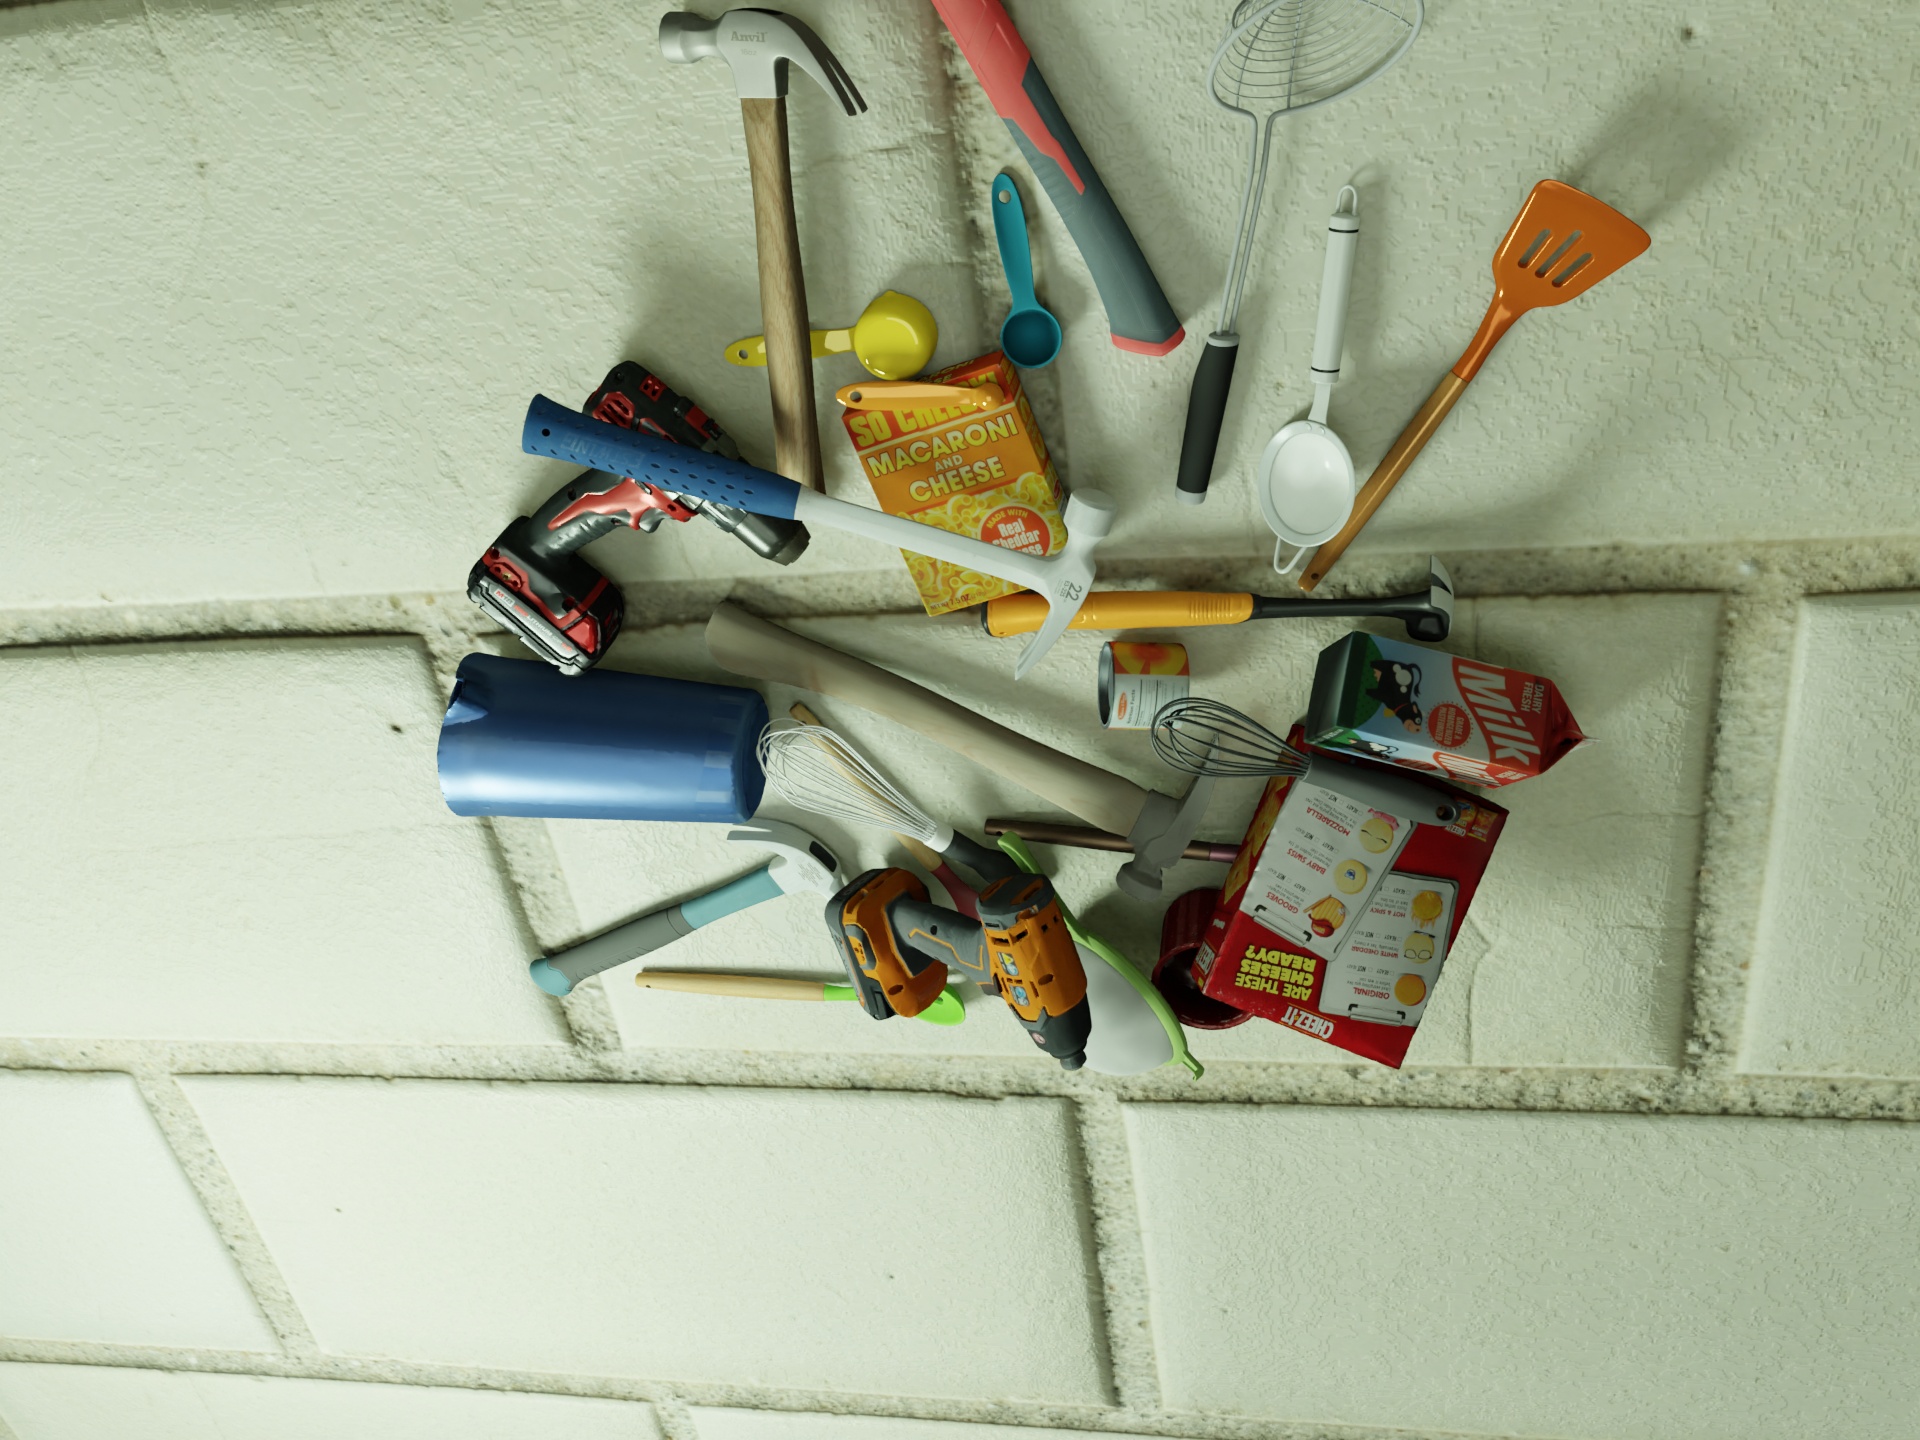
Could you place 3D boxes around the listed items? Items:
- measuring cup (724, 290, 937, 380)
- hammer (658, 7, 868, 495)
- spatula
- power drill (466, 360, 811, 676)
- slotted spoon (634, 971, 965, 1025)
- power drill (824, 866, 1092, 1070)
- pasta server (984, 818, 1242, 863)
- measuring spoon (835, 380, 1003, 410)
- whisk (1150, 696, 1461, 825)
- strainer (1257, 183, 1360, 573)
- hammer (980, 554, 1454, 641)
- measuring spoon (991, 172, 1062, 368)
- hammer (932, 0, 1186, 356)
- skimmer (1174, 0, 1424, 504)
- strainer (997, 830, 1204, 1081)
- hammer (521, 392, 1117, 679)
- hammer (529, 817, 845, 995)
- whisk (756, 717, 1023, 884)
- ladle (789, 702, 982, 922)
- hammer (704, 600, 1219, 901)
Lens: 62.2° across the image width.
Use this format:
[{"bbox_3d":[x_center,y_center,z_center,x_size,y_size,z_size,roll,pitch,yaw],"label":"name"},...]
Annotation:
[{"bbox_3d":[-0.094,-0.259,1.109,0.156,0.029,0.062,-4,121,13],"label":"measuring cup"},{"bbox_3d":[-0.118,-0.298,1.069,0.130,0.031,0.331,9,122,20],"label":"hammer"},{"bbox_3d":[0.318,-0.206,1.058,0.081,0.041,0.322,27,124,-7],"label":"spatula"},{"bbox_3d":[-0.240,-0.134,1.192,0.187,0.080,0.226,40,117,-15],"label":"power drill"},{"bbox_3d":[-0.147,0.242,1.437,0.314,0.031,0.070,1,137,12],"label":"slotted spoon"},{"bbox_3d":[0.006,0.199,1.278,0.226,0.084,0.164,-1,116,45],"label":"power drill"},{"bbox_3d":[0.176,0.099,1.287,0.316,0.040,0.060,5,123,12],"label":"pasta server"},{"bbox_3d":[-0.029,-0.220,1.083,0.117,0.011,0.021,2,121,9],"label":"measuring spoon"},{"bbox_3d":[0.248,0.036,1.138,0.239,0.055,0.055,17,123,-6],"label":"whisk"},{"bbox_3d":[0.245,-0.223,1.062,0.087,0.050,0.258,32,130,45],"label":"strainer"},{"bbox_3d":[0.177,-0.080,1.136,0.337,0.127,0.034,0,80,17],"label":"hammer"},{"bbox_3d":[0.040,-0.302,1.069,0.042,0.021,0.128,-9,111,10],"label":"measuring spoon"},{"bbox_3d":[0.047,-0.402,0.989,0.143,0.038,0.386,-26,113,23],"label":"hammer"},{"bbox_3d":[0.191,-0.287,1.002,0.127,0.090,0.363,-8,128,-21],"label":"skimmer"},{"bbox_3d":[0.085,0.204,1.295,0.256,0.069,0.151,56,159,-22],"label":"strainer"},{"bbox_3d":[-0.105,-0.144,1.112,0.405,0.035,0.144,16,116,-3],"label":"hammer"},{"bbox_3d":[-0.250,0.179,1.413,0.331,0.033,0.128,-24,115,24],"label":"hammer"},{"bbox_3d":[-0.044,0.080,1.277,0.284,0.070,0.070,31,123,-25],"label":"whisk"},{"bbox_3d":[-0.036,0.102,1.329,0.069,0.031,0.315,-31,110,29],"label":"ladle"},{"bbox_3d":[-0.002,-0.004,1.240,0.410,0.038,0.146,24,107,-1],"label":"hammer"}]
